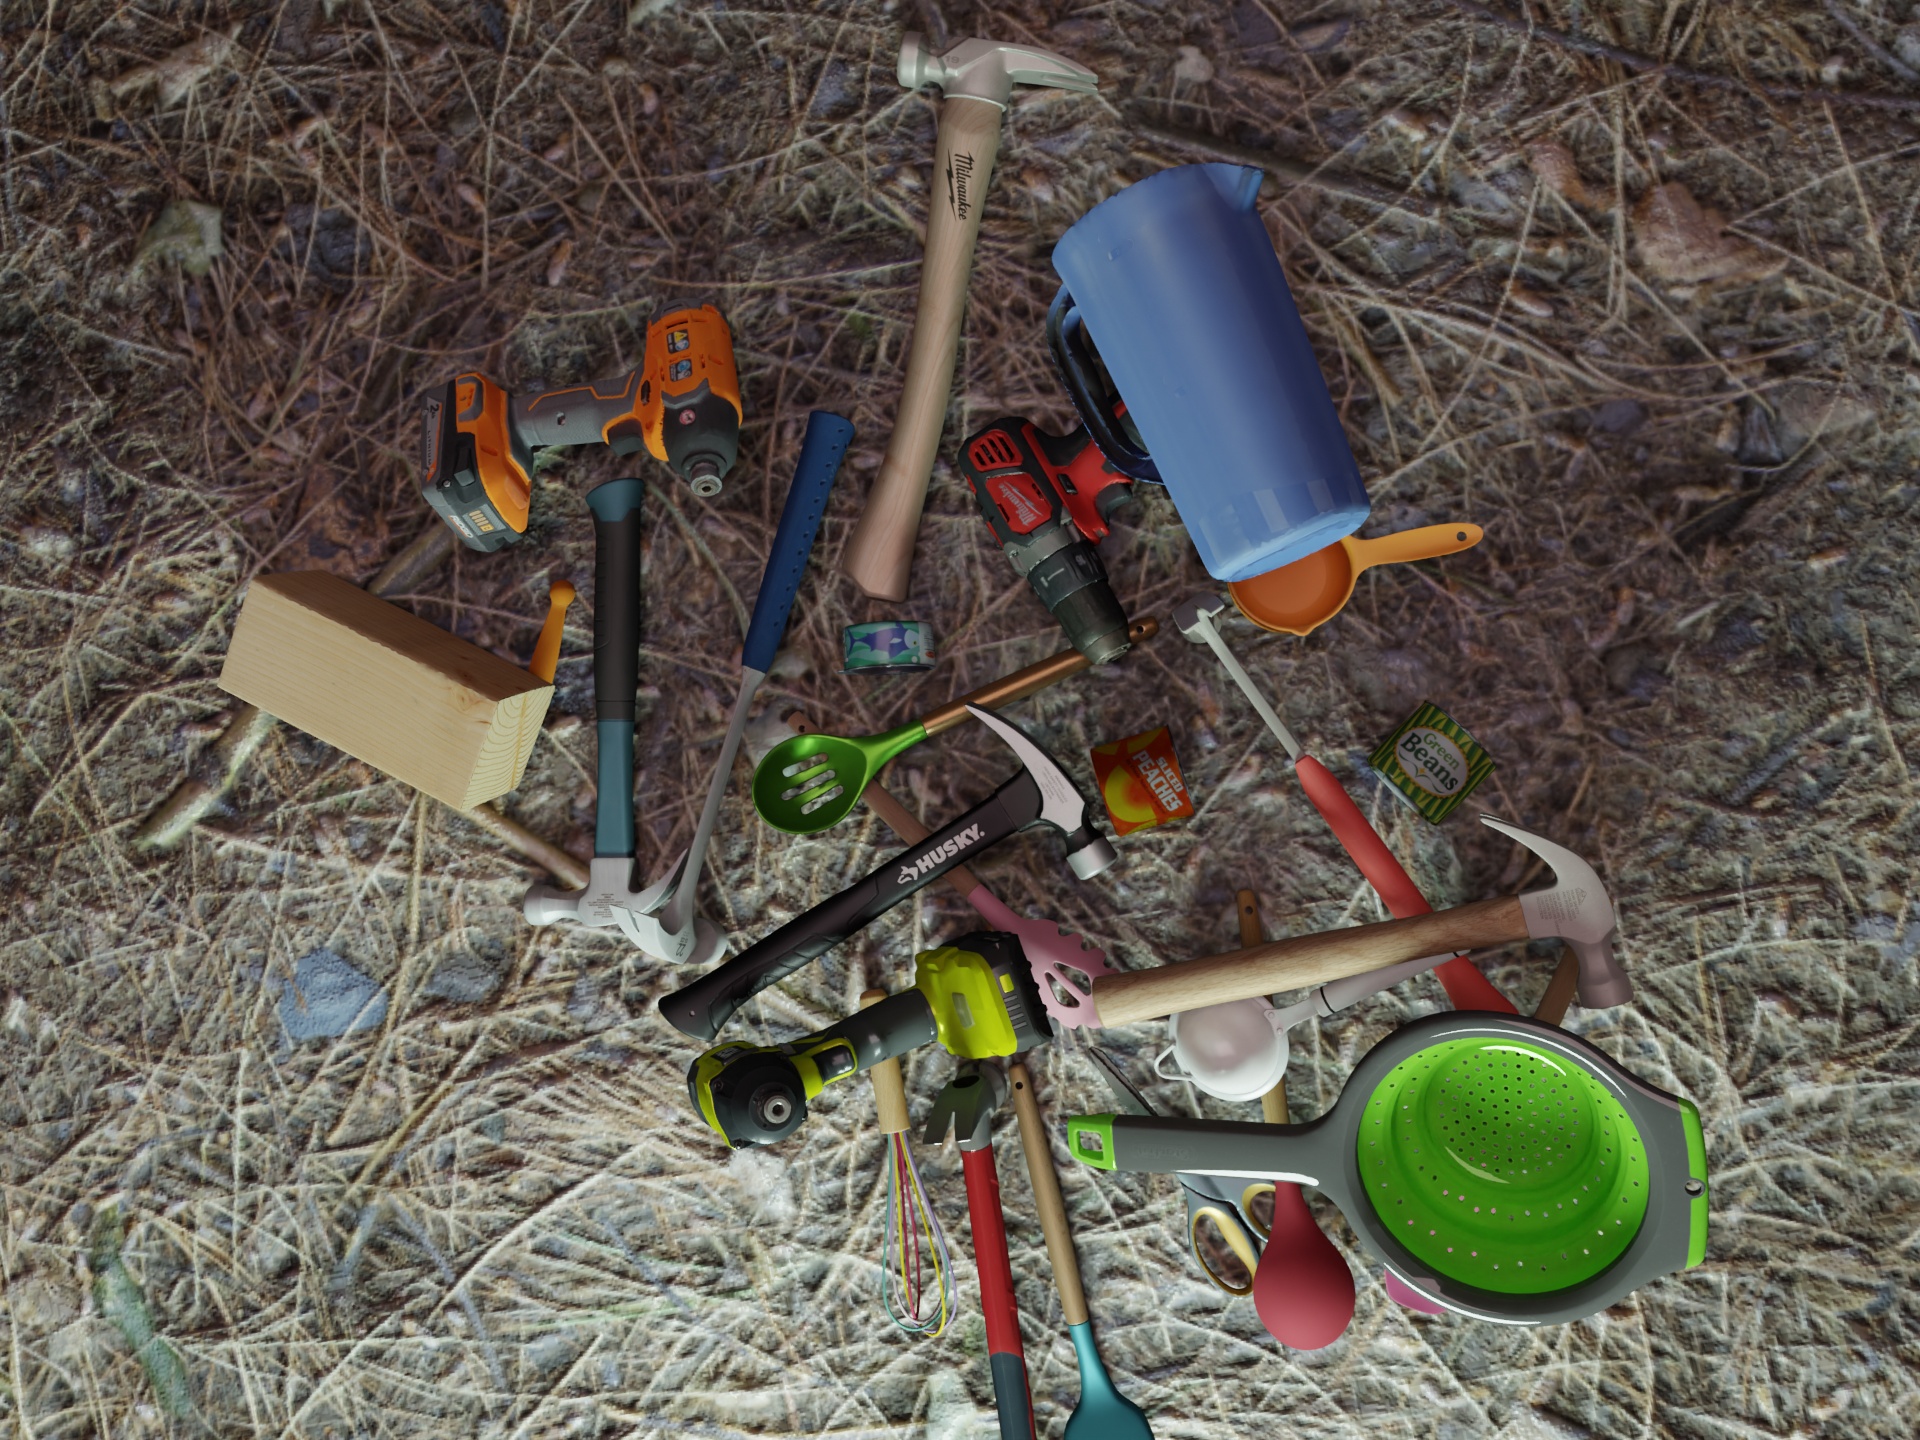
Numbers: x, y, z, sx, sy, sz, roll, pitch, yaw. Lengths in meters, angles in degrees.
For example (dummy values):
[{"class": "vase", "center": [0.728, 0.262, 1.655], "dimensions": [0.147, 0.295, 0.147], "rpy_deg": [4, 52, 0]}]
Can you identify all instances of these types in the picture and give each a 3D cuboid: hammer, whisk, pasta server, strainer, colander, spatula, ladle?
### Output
[{"class": "hammer", "center": [-0.008, -0.287, 1.152], "dimensions": [0.146, 0.038, 0.410], "rpy_deg": [11, 90, 6]}, {"class": "whisk", "center": [-0.045, 0.315, 1.136], "dimensions": [0.051, 0.047, 0.245], "rpy_deg": [-10, 82, -5]}, {"class": "pasta server", "center": [-0.009, 0.104, 1.146], "dimensions": [0.316, 0.040, 0.060], "rpy_deg": [43, 94, 11]}, {"class": "strainer", "center": [0.234, 0.190, 1.062], "dimensions": [0.258, 0.050, 0.087], "rpy_deg": [-30, 85, 21]}, {"class": "colander", "center": [0.269, 0.271, 1.042], "dimensions": [0.397, 0.094, 0.204], "rpy_deg": [-2, 100, 23]}, {"class": "hammer", "center": [-0.151, -0.026, 1.127], "dimensions": [0.035, 0.144, 0.405], "rpy_deg": [15, 83, 15]}, {"class": "hammer", "center": [-0.069, 0.121, 1.110], "dimensions": [0.335, 0.035, 0.146], "rpy_deg": [-33, 90, 7]}, {"class": "hammer", "center": [-0.256, -0.014, 1.176], "dimensions": [0.128, 0.033, 0.331], "rpy_deg": [0, 88, 8]}, {"class": "spatula", "center": [0.077, 0.398, 1.114], "dimensions": [0.082, 0.044, 0.317], "rpy_deg": [-15, 85, 10]}, {"class": "ladle", "center": [0.220, 0.274, 1.099], "dimensions": [0.069, 0.031, 0.315], "rpy_deg": [-7, 81, 3]}, {"class": "hammer", "center": [0.257, 0.065, 1.065], "dimensions": [0.036, 0.149, 0.359], "rpy_deg": [-36, 90, 8]}, {"class": "hammer", "center": [0.030, 0.439, 1.081], "dimensions": [0.038, 0.143, 0.386], "rpy_deg": [-8, 91, 10]}, {"class": "hammer", "center": [0.244, 0.147, 1.022], "dimensions": [0.331, 0.031, 0.130], "rpy_deg": [-15, 87, 17]}]

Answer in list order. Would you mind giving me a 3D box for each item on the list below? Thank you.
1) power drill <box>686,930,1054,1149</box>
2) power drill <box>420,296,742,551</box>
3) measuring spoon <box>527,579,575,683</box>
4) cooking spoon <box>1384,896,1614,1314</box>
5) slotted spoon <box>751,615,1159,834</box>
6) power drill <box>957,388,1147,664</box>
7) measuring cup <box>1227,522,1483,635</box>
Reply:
[{"class": "power drill", "center": [-0.060, 0.215, 1.047], "dimensions": [0.223, 0.171, 0.080], "rpy_deg": [-20, 89, -20]}, {"class": "power drill", "center": [-0.264, -0.201, 1.134], "dimensions": [0.226, 0.084, 0.164], "rpy_deg": [-17, 57, 6]}, {"class": "measuring spoon", "center": [-0.313, -0.049, 1.194], "dimensions": [0.021, 0.011, 0.117], "rpy_deg": [15, 90, 8]}, {"class": "cooking spoon", "center": [0.367, 0.261, 1.071], "dimensions": [0.069, 0.017, 0.319], "rpy_deg": [21, 102, 1]}, {"class": "slotted spoon", "center": [-0.002, -0.004, 1.133], "dimensions": [0.314, 0.031, 0.070], "rpy_deg": [-25, 86, -1]}, {"class": "power drill", "center": [0.130, -0.164, 1.106], "dimensions": [0.226, 0.080, 0.188], "rpy_deg": [-30, 80, 9]}, {"class": "measuring cup", "center": [0.270, -0.111, 1.103], "dimensions": [0.173, 0.052, 0.095], "rpy_deg": [-10, 87, 5]}]
